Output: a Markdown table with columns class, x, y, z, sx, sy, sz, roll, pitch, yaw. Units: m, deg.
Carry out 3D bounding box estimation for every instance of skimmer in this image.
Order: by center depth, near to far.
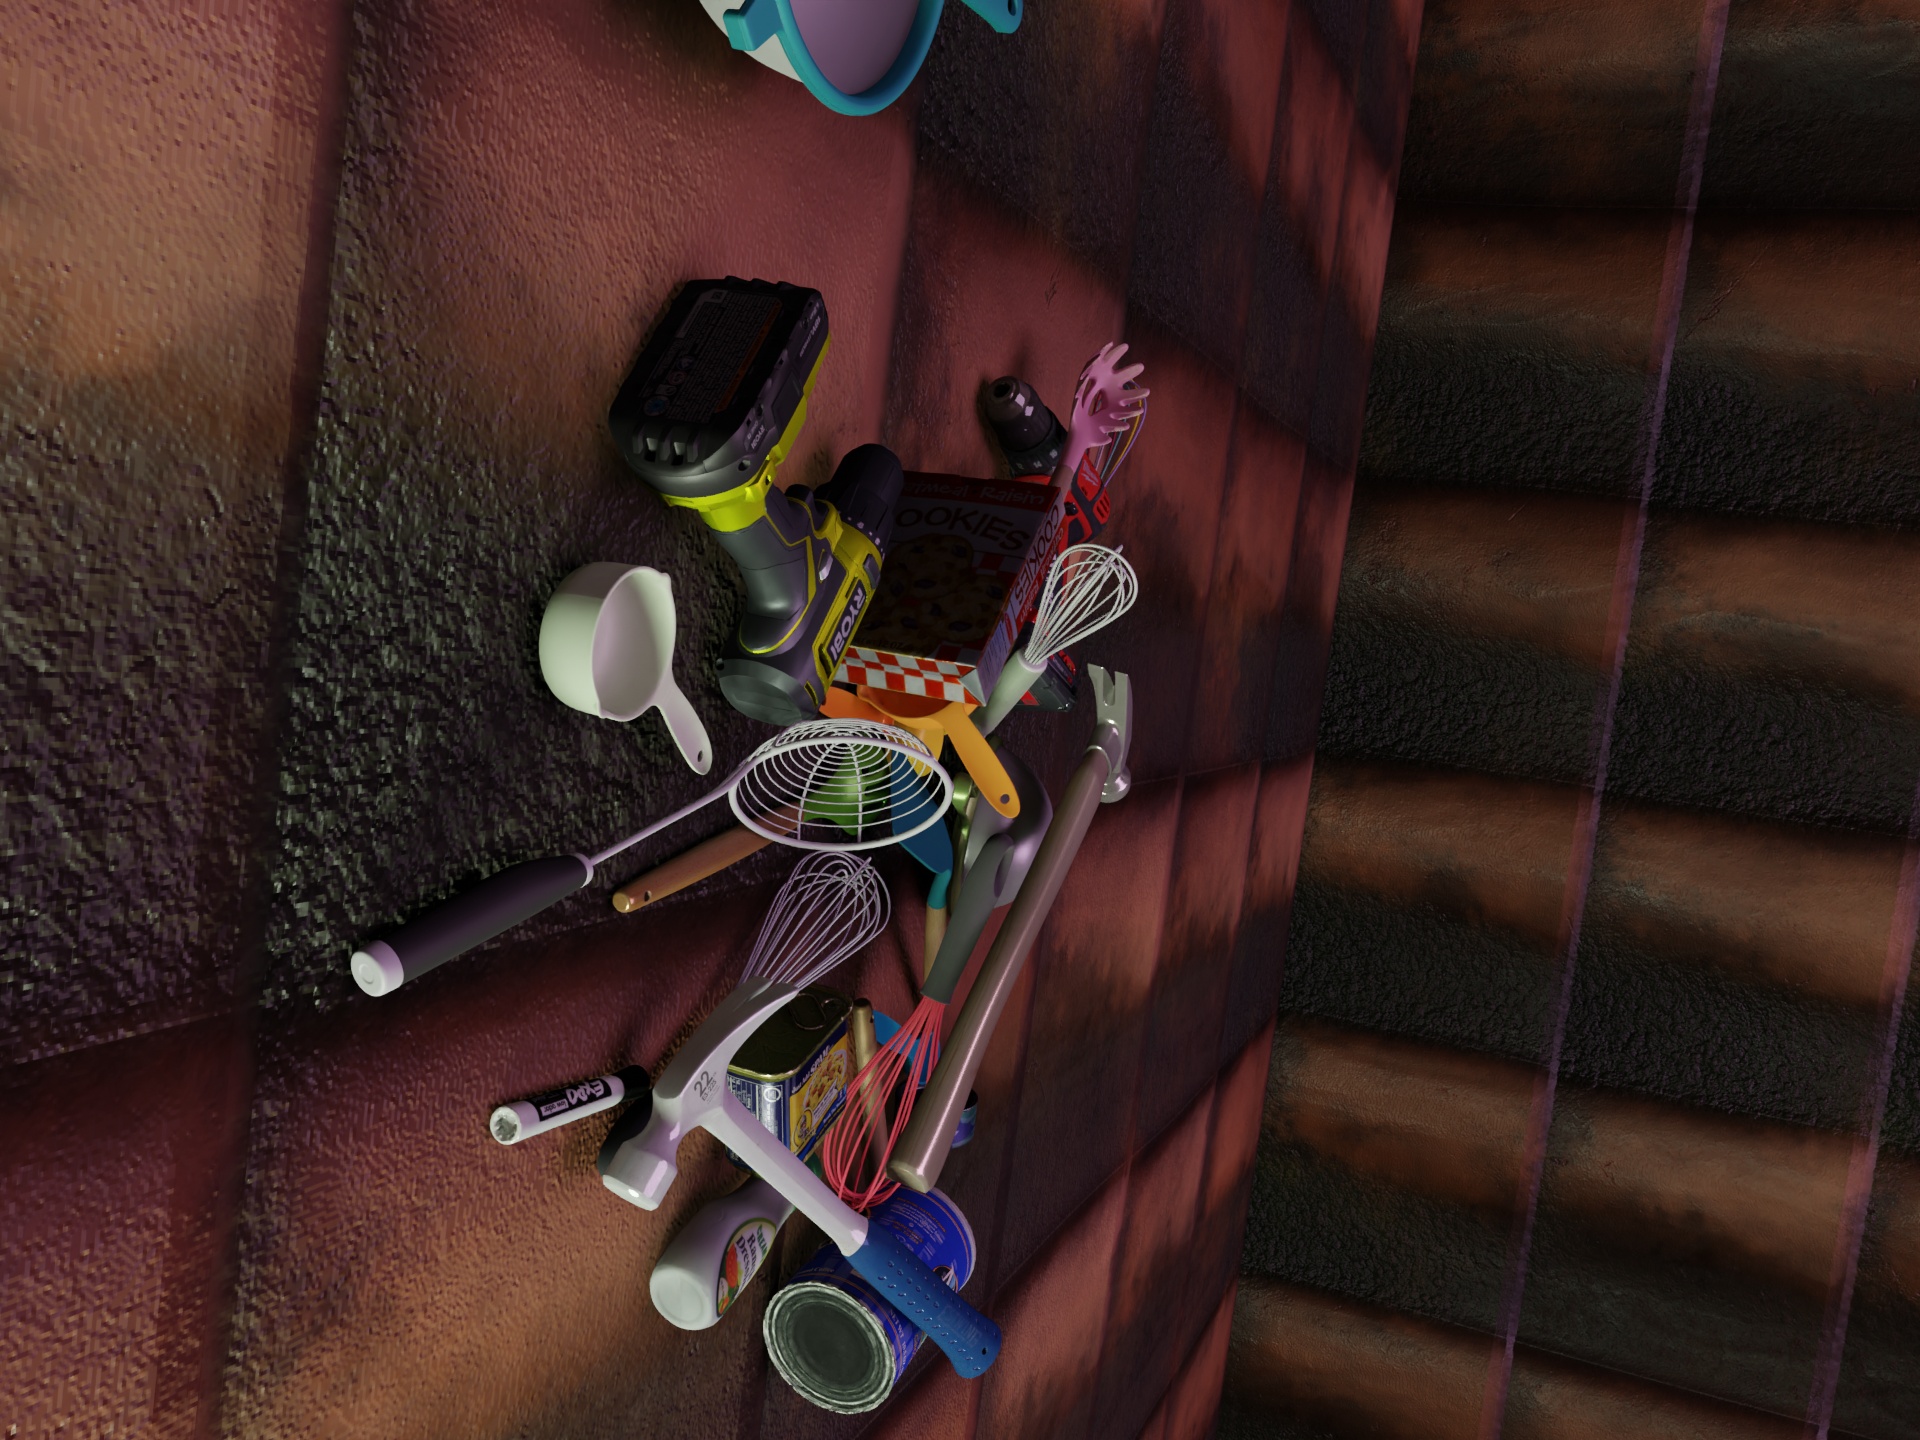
| class | x | y | z | sx | sy | sz | roll | pitch | yaw |
| --- | --- | --- | --- | --- | --- | --- | --- | --- | --- |
| skimmer | -0.138 | 0.079 | 0.810 | 0.363 | 0.127 | 0.090 | -29 | 87 | -53 |

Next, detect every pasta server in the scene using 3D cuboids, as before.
| class | x | y | z | sx | sy | sz | roll | pitch | yaw |
| --- | --- | --- | --- | --- | --- | --- | --- | --- | --- |
| pasta server | 0.076 | -0.171 | 1.191 | 0.060 | 0.040 | 0.316 | 46 | 48 | -28 |

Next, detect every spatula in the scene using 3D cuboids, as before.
| class | x | y | z | sx | sy | sz | roll | pitch | yaw |
| --- | --- | --- | --- | --- | --- | --- | --- | --- | --- |
| spatula | -0.029 | 0.149 | 1.191 | 0.317 | 0.044 | 0.082 | 92 | -3 | -47 |

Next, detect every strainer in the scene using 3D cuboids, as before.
| class | x | y | z | sx | sy | sz | roll | pitch | yaw |
| --- | --- | --- | --- | --- | --- | --- | --- | --- | --- |
| strainer | -0.061 | -0.419 | 0.836 | 0.340 | 0.095 | 0.211 | -22 | 121 | -68 |
| strainer | 0.033 | 0.079 | 1.223 | 0.256 | 0.069 | 0.151 | 71 | 33 | -77 |

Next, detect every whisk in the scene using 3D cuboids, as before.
| class | x | y | z | sx | sy | sz | roll | pitch | yaw |
| --- | --- | --- | --- | --- | --- | --- | --- | --- | --- |
| whisk | -0.126 | 0.172 | 0.961 | 0.285 | 0.070 | 0.070 | -50 | 143 | -46 |
| whisk | 0.054 | -0.049 | 1.133 | 0.246 | 0.059 | 0.058 | -51 | -174 | 50 |
| whisk | -0.026 | 0.218 | 1.147 | 0.296 | 0.073 | 0.073 | -67 | 157 | -2 |
| whisk | 0.110 | -0.203 | 1.430 | 0.047 | 0.051 | 0.245 | 30 | 73 | -45 |

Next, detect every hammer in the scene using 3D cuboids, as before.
| class | x | y | z | sx | sy | sz | roll | pitch | yaw |
| --- | --- | --- | --- | --- | --- | --- | --- | --- | --- |
| hammer | -0.067 | 0.311 | 0.989 | 0.144 | 0.035 | 0.405 | -60 | 138 | -27 |
| hammer | 0.043 | 0.144 | 1.146 | 0.146 | 0.038 | 0.411 | 84 | 28 | -50 |

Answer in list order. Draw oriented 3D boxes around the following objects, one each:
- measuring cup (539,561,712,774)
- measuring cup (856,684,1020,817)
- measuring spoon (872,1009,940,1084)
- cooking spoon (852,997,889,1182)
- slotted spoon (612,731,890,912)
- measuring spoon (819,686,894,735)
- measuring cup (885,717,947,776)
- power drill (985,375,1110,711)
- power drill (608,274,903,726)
| class | x | y | z | sx | sy | sz | roll | pitch | yaw |
| --- | --- | --- | --- | --- | --- | --- | --- | --- | --- |
| measuring cup | -0.166 | -0.018 | 0.812 | 0.167 | 0.038 | 0.083 | 72 | 34 | -59 |
| measuring cup | -0.002 | -0.003 | 1.074 | 0.174 | 0.095 | 0.052 | 58 | 7 | 19 |
| measuring spoon | -0.053 | 0.247 | 1.232 | 0.128 | 0.021 | 0.042 | 48 | 54 | -52 |
| cooking spoon | -0.063 | 0.342 | 1.232 | 0.069 | 0.017 | 0.318 | -44 | 139 | -49 |
| slotted spoon | -0.115 | 0.066 | 0.982 | 0.314 | 0.031 | 0.070 | -26 | 119 | -63 |
| measuring spoon | -0.075 | -0.007 | 1.080 | 0.116 | 0.011 | 0.021 | 22 | 74 | -64 |
| measuring cup | -0.013 | 0.007 | 1.206 | 0.156 | 0.029 | 0.062 | -20 | 116 | -66 |
| power drill | 0.050 | -0.138 | 1.249 | 0.187 | 0.080 | 0.227 | 48 | 50 | -55 |
| power drill | -0.097 | -0.132 | 0.884 | 0.228 | 0.080 | 0.191 | 71 | 36 | -55 |
